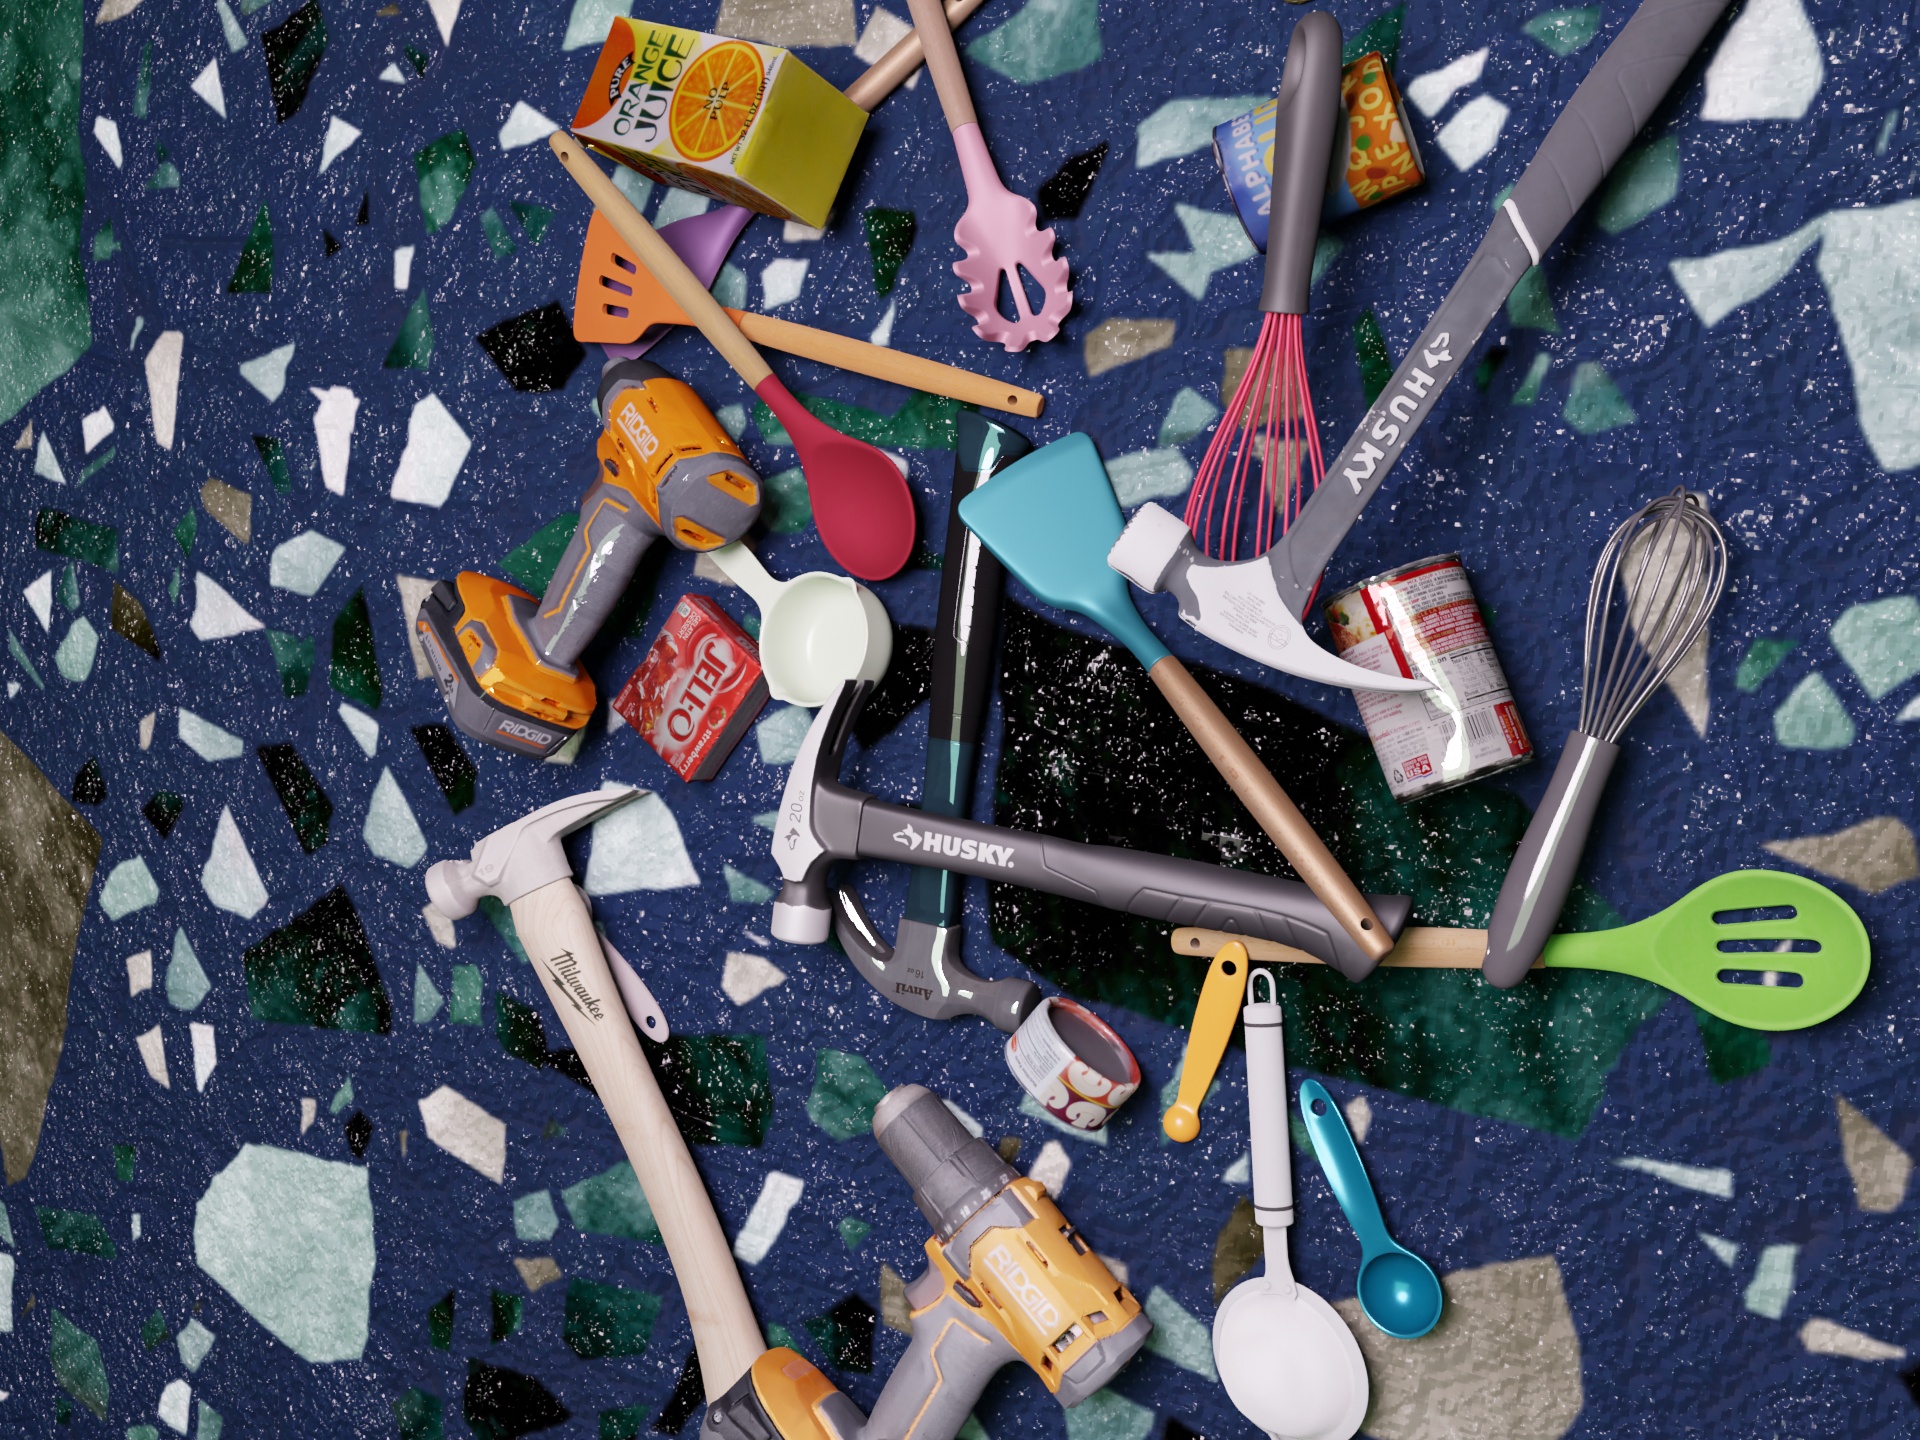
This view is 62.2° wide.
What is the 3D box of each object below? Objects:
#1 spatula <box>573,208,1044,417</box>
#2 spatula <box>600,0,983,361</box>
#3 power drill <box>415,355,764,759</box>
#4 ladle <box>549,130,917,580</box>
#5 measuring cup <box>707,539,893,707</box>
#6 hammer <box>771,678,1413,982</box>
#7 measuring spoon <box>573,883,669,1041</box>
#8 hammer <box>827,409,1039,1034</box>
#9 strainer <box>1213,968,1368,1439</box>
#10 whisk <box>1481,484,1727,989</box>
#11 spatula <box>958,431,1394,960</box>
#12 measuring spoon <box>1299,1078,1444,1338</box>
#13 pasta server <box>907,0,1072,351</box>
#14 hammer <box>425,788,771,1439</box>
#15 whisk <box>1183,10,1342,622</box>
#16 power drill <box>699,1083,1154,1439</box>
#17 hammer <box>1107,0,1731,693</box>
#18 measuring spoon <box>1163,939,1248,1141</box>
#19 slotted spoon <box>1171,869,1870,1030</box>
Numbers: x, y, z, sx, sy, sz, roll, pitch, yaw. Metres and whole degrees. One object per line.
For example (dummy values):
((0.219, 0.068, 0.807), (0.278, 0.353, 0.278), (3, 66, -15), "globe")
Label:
((-0.098, -0.222, 0.917), (0.323, 0.041, 0.081), (19, 108, 18), "spatula")
((-0.107, -0.321, 0.932), (0.316, 0.018, 0.060), (-35, 78, 23), "spatula")
((-0.226, -0.107, 0.949), (0.226, 0.084, 0.164), (-48, 50, 14), "power drill")
((-0.128, -0.209, 0.897), (0.315, 0.031, 0.069), (50, 123, 1), "ladle")
((-0.101, -0.071, 0.922), (0.168, 0.038, 0.083), (45, 108, 30), "measuring cup")
((0.058, 0.070, 0.808), (0.335, 0.035, 0.146), (9, 94, 23), "hammer")
((-0.222, 0.152, 0.986), (0.124, 0.018, 0.034), (48, 109, 18), "measuring spoon")
((-0.001, -0.003, 0.871), (0.128, 0.033, 0.331), (8, 93, 25), "hammer")
((0.154, 0.254, 0.792), (0.087, 0.050, 0.258), (-7, 83, 40), "strainer")
((0.283, 0.009, 0.714), (0.055, 0.055, 0.239), (22, 96, 24), "whisk")
((0.111, -0.013, 0.783), (0.082, 0.044, 0.318), (-31, 60, -5), "spatula")
((0.201, 0.237, 0.784), (0.042, 0.021, 0.129), (-33, 67, 29), "measuring spoon")
((-0.007, -0.347, 0.856), (0.060, 0.040, 0.316), (-18, 88, 8), "pasta server")
((-0.178, 0.243, 0.948), (0.146, 0.038, 0.411), (-27, 82, 8), "hammer")
((0.149, -0.173, 0.748), (0.073, 0.073, 0.295), (13, 111, 26), "whisk")
((-0.035, 0.326, 0.852), (0.226, 0.084, 0.185), (-45, 72, 7), "power drill")
((0.240, -0.195, 0.699), (0.149, 0.036, 0.409), (35, 90, 5), "hammer")
((0.124, 0.165, 0.811), (0.021, 0.011, 0.117), (21, 109, 24), "measuring spoon")
((0.249, 0.106, 0.752), (0.314, 0.031, 0.070), (-3, 88, 28), "slotted spoon")
